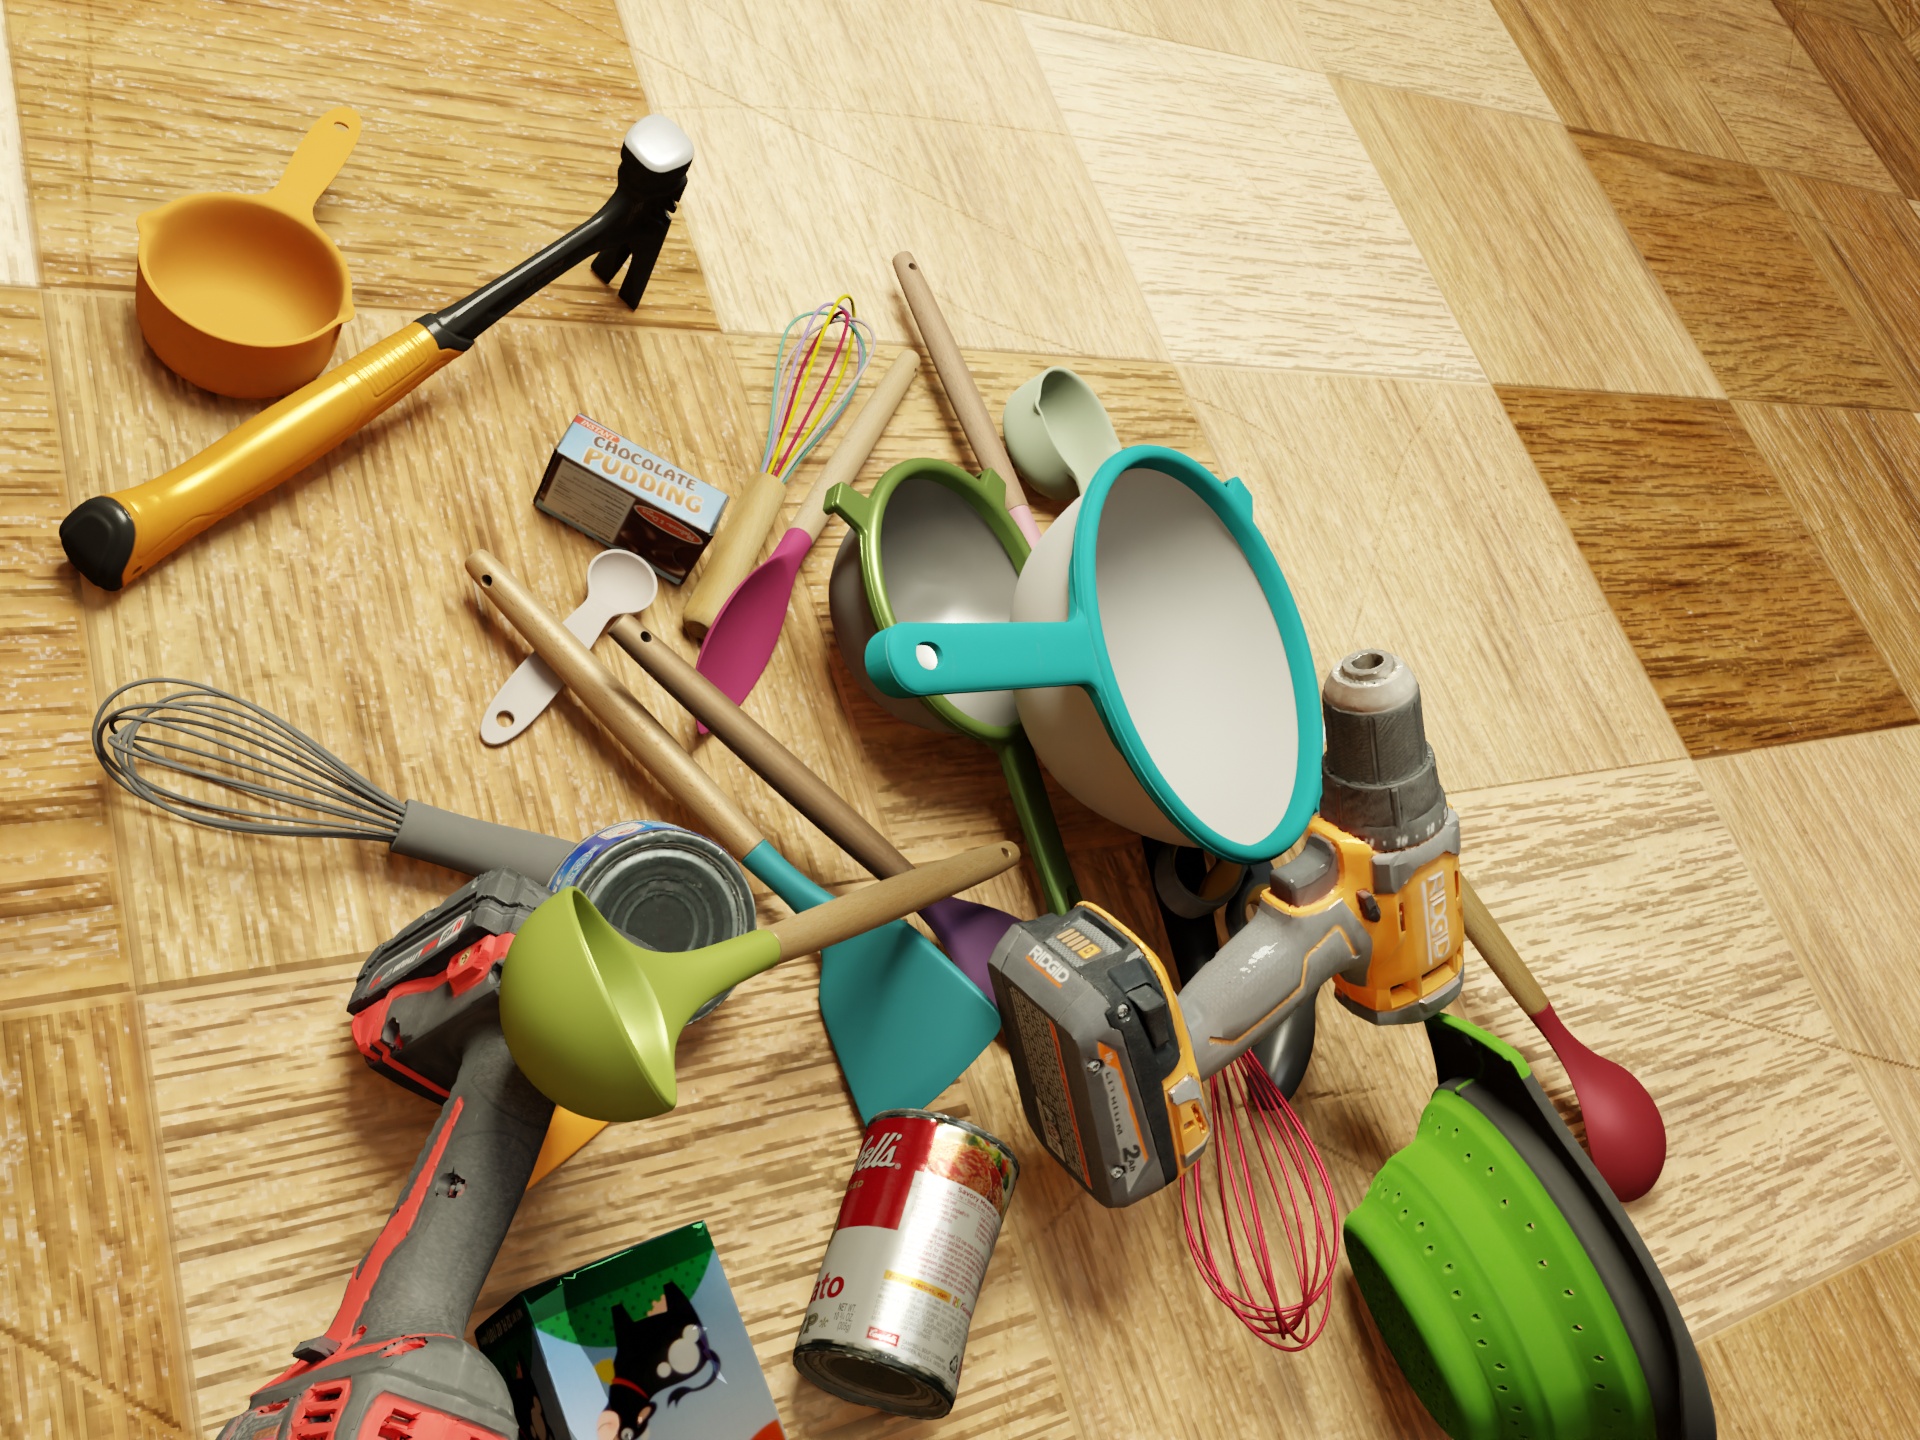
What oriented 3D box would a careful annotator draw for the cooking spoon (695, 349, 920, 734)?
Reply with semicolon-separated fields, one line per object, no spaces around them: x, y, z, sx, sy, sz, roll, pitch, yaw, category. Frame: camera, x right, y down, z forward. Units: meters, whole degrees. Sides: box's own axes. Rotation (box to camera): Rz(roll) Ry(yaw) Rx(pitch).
-0.076;-0.110;0.835;0.017;0.068;0.319;13;45;11;cooking spoon

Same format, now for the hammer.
-0.258;-0.163;0.735;0.034;0.127;0.337;45;59;-2;hammer

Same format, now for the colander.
0.275;0.336;0.736;0.094;0.204;0.397;-24;92;-5;colander

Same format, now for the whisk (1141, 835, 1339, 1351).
0.127;0.159;0.784;0.073;0.073;0.296;11;50;-25;whisk

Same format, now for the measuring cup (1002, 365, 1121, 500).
0.062;-0.125;0.928;0.083;0.038;0.168;15;62;-47;measuring cup

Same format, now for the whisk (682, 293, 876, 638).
-0.096;-0.142;0.842;0.051;0.047;0.245;29;54;-14;whisk

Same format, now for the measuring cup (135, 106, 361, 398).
-0.322;-0.222;0.749;0.095;0.052;0.174;23;51;-18;measuring cup

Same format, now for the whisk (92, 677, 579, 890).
-0.226;0.040;0.648;0.238;0.055;0.055;22;53;-24;whisk

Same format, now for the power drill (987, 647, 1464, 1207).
0.126;0.085;0.692;0.226;0.185;0.084;-26;32;-21;power drill

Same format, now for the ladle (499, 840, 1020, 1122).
-0.050;0.076;0.610;0.320;0.062;0.078;-13;74;-58;ladle

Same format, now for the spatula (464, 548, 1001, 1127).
-0.113;0.041;0.705;0.317;0.082;0.044;46;16;2;spatula

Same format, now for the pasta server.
0.018;-0.137;0.909;0.060;0.040;0.316;-9;66;-35;pasta server

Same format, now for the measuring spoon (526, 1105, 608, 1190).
-0.153;0.160;0.639;0.021;0.011;0.117;46;49;1;measuring spoon

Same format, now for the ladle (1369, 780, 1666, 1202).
0.304;0.137;0.879;0.315;0.031;0.069;53;52;-6;ladle

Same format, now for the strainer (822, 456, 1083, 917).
-0.001;-0.003;0.808;0.151;0.069;0.256;-19;90;-55;strainer

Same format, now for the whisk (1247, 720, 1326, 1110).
0.203;0.088;0.875;0.070;0.070;0.285;34;55;-9;whisk

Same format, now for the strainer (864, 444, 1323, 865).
0.050;-0.020;0.746;0.340;0.095;0.211;-4;78;-51;strainer

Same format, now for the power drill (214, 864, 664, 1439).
-0.184;0.171;0.537;0.078;0.143;0.220;36;43;-28;power drill

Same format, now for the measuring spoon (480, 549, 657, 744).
-0.185;-0.032;0.741;0.034;0.018;0.124;38;56;-8;measuring spoon

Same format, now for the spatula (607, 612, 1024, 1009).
-0.039;0.060;0.736;0.315;0.018;0.060;43;45;-16;spatula
